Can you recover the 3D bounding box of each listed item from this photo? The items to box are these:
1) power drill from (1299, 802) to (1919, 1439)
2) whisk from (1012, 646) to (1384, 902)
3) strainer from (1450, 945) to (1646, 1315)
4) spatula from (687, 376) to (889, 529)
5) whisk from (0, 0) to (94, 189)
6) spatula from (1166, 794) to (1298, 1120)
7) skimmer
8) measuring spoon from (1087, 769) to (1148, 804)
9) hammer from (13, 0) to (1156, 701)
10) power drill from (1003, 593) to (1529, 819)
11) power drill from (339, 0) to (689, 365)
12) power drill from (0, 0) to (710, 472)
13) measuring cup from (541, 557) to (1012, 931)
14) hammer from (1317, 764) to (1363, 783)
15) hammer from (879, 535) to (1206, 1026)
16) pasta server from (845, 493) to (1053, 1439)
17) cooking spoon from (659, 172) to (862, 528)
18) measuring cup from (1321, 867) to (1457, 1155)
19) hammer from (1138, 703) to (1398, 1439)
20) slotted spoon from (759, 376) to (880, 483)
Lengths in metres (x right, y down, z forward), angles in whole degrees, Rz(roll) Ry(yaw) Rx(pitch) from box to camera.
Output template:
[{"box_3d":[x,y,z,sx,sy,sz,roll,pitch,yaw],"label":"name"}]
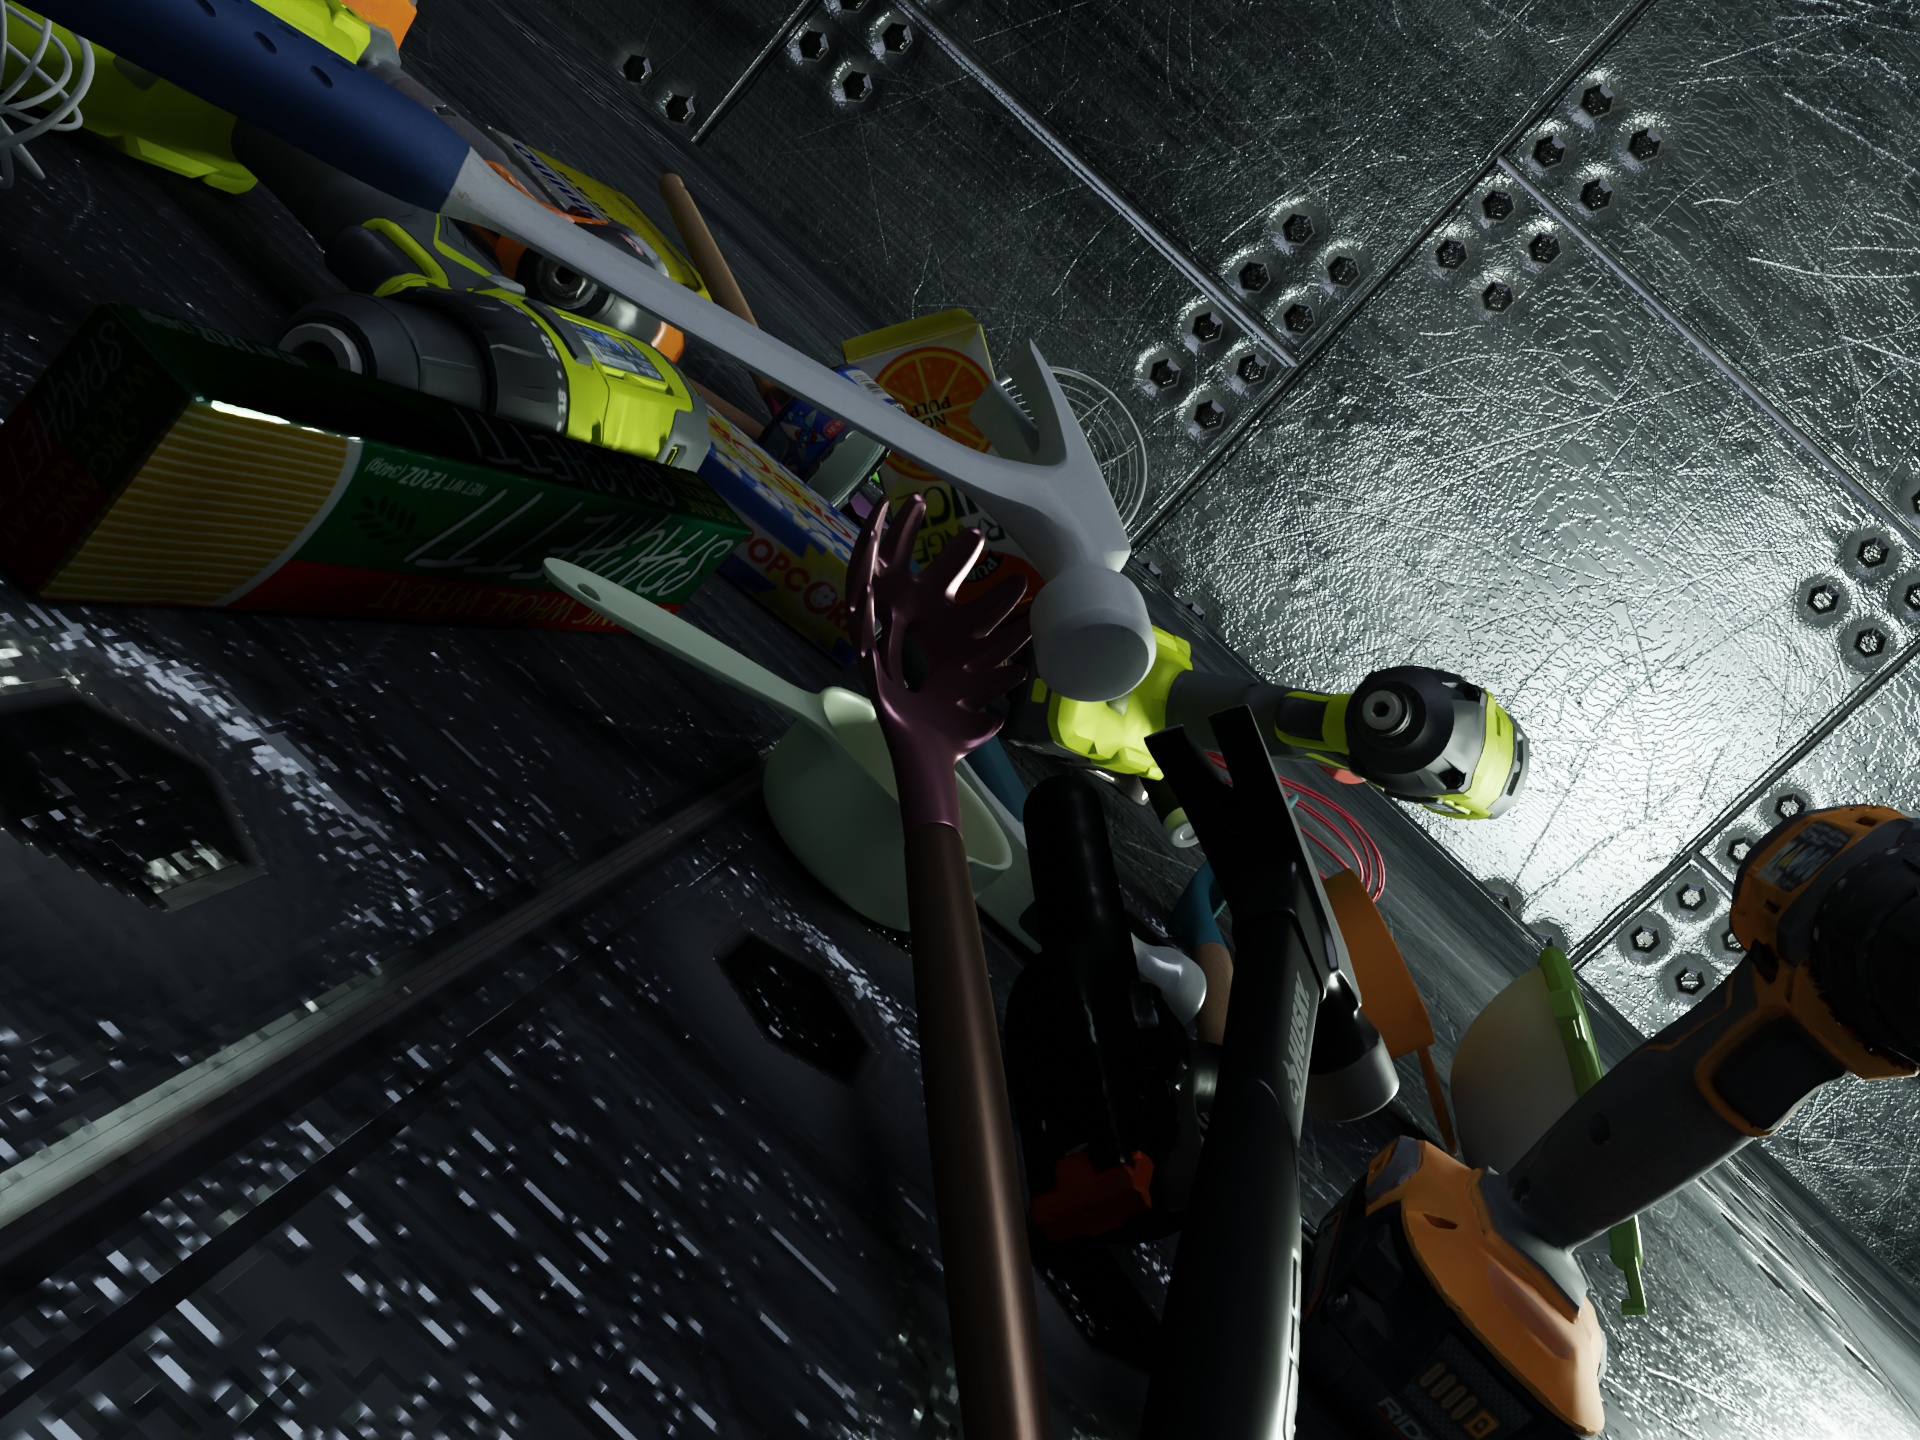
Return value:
[{"box_3d":[0.196,0.115,0.429,0.084,0.226,0.185,45,12,10],"label":"power drill"},{"box_3d":[0.146,0.026,0.998,0.296,0.073,0.073,37,12,-5],"label":"whisk"},{"box_3d":[0.283,0.180,0.810,0.256,0.069,0.151,-32,109,-75],"label":"strainer"},{"box_3d":[-0.121,-0.160,0.866,0.060,0.018,0.315,53,13,21],"label":"spatula"},{"box_3d":[-0.300,-0.214,0.418,0.246,0.059,0.057,44,-25,24],"label":"whisk"},{"box_3d":[0.108,0.107,0.607,0.044,0.082,0.318,30,19,-5],"label":"spatula"},{"box_3d":[0.088,-0.082,0.952,0.127,0.090,0.364,0,42,-15],"label":"skimmer"},{"box_3d":[0.073,0.017,0.880,0.124,0.018,0.034,29,19,-50],"label":"measuring spoon"},{"box_3d":[-0.119,-0.134,0.407,0.405,0.035,0.144,25,34,-27],"label":"hammer"},{"box_3d":[0.141,-0.004,0.756,0.223,0.080,0.171,10,-4,31],"label":"power drill"},{"box_3d":[-0.204,-0.223,0.628,0.226,0.084,0.164,44,2,-9],"label":"power drill"},{"box_3d":[-0.189,-0.150,0.473,0.228,0.080,0.190,47,12,4],"label":"power drill"},{"box_3d":[-0.056,0.009,0.448,0.167,0.038,0.083,33,16,-34],"label":"measuring cup"},{"box_3d":[0.169,-0.013,1.027,0.149,0.037,0.359,32,1,-12],"label":"hammer"},{"box_3d":[-0.001,-0.002,0.672,0.128,0.033,0.331,38,13,-29],"label":"hammer"},{"box_3d":[0.000,0.042,0.377,0.060,0.040,0.317,27,29,-24],"label":"pasta server"},{"box_3d":[-0.115,-0.205,0.909,0.068,0.017,0.319,29,30,-60],"label":"cooking spoon"},{"box_3d":[0.191,0.152,0.753,0.095,0.052,0.173,-104,170,-63],"label":"measuring cup"},{"box_3d":[0.068,0.102,0.384,0.146,0.035,0.335,67,19,-9],"label":"hammer"},{"box_3d":[-0.060,-0.153,0.901,0.070,0.031,0.313,65,8,8],"label":"slotted spoon"}]
